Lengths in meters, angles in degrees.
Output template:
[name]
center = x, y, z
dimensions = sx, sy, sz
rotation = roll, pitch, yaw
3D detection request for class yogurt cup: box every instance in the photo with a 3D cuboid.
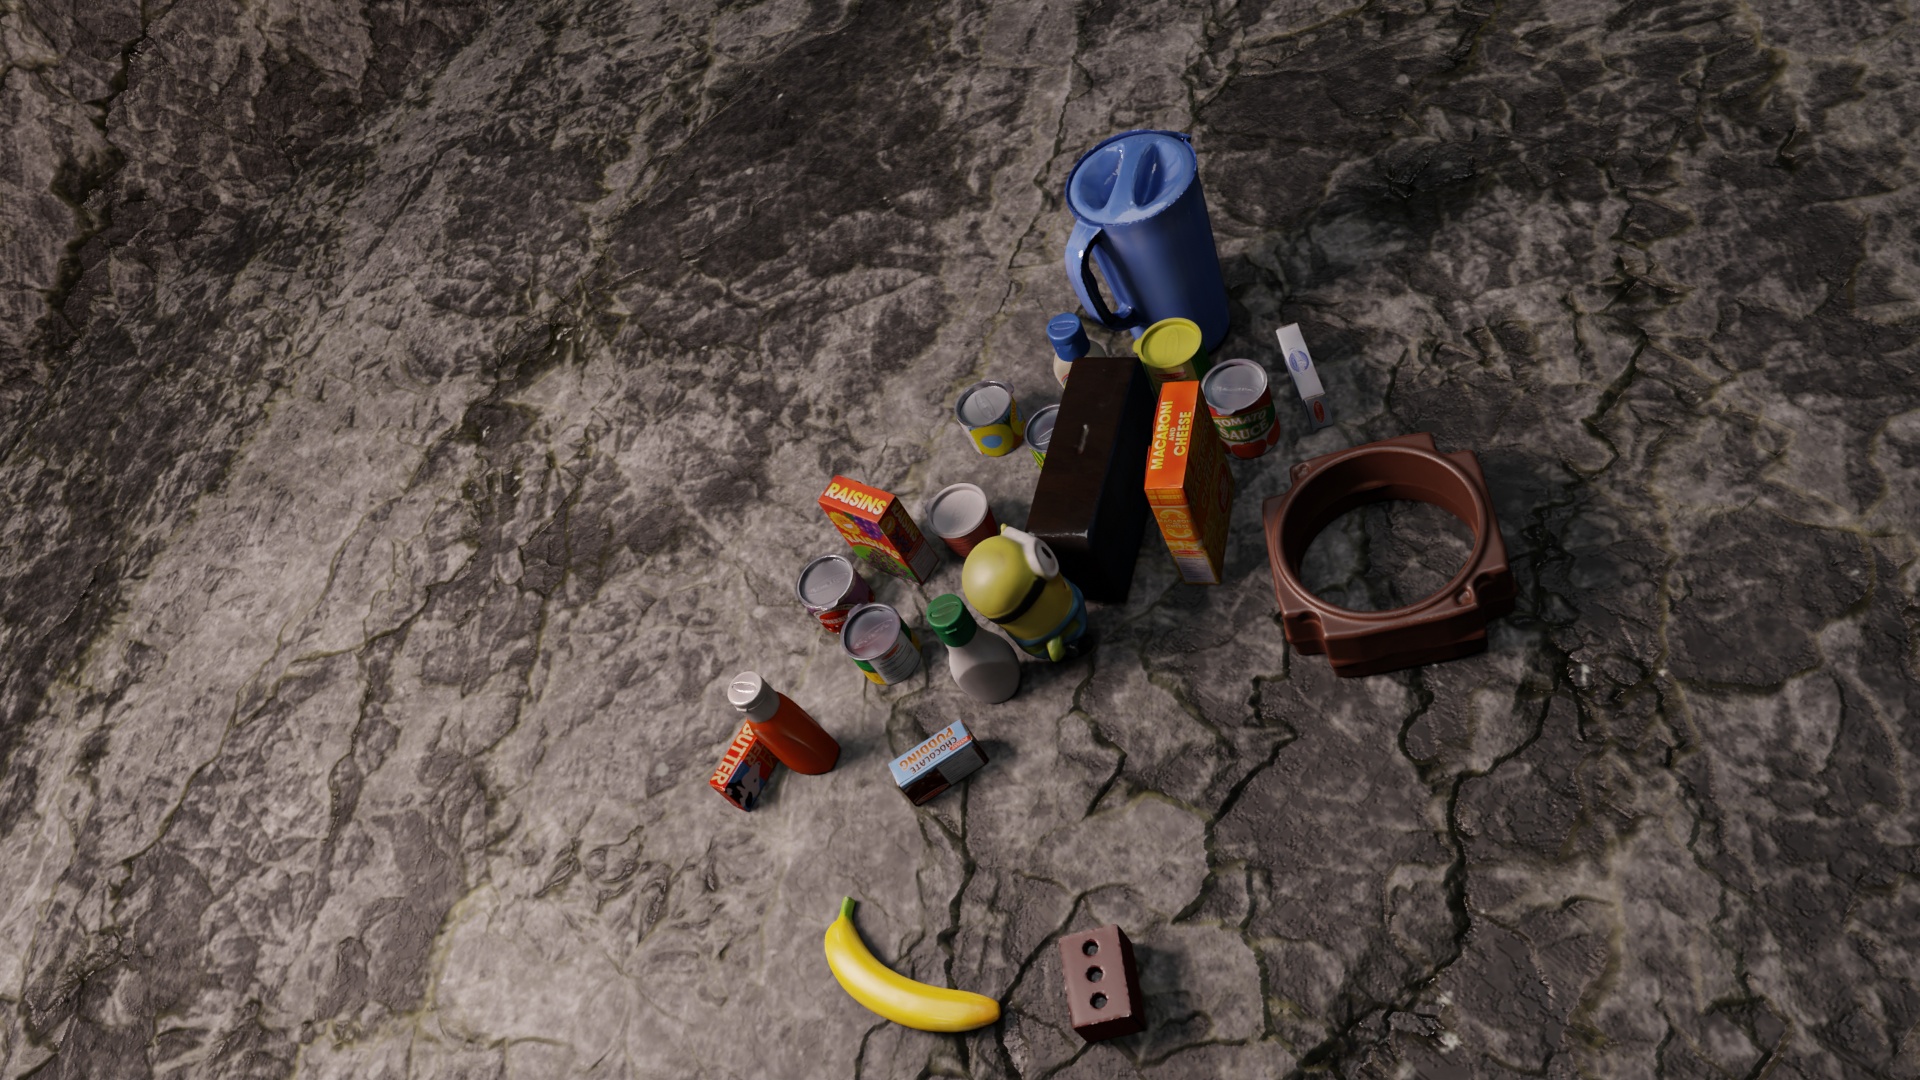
[yogurt cup]
center = 0.005, -0.018, 1.465
dimensions = 0.072, 0.053, 0.073
rotation = -12, 53, 16

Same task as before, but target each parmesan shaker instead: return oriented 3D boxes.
[parmesan shaker]
center = 0.227, -0.173, 1.443
dimensions = 0.071, 0.102, 0.071
rotation = -12, 53, 17

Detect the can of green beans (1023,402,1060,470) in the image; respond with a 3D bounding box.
[can of green beans]
center = 0.107, -0.103, 1.477
dimensions = 0.071, 0.057, 0.071
rotation = -12, 53, 17

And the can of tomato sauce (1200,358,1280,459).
[can of tomato sauce]
center = 0.283, -0.130, 1.400
dimensions = 0.071, 0.082, 0.071
rotation = -12, 53, 17

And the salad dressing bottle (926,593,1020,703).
[salad dressing bottle]
center = 0.012, 0.102, 1.314
dimensions = 0.064, 0.147, 0.044
rotation = -22, 51, 9

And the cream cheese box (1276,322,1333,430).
[cream cheese box]
center = 0.350, -0.167, 1.415
dimensions = 0.024, 0.053, 0.104
rotation = -19, 51, 12

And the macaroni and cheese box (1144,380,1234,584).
[macaroni and cheese box]
center = 0.219, -0.052, 1.319
dimensions = 0.040, 0.166, 0.124
rotation = -1, 57, 24

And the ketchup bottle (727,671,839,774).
[ketchup bottle]
center = -0.175, 0.177, 1.344
dimensions = 0.065, 0.148, 0.044
rotation = 3, 59, 26

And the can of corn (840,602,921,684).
[can of corn]
center = -0.081, 0.104, 1.413
dimensions = 0.071, 0.058, 0.071
rotation = -12, 53, 17

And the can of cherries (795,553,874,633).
[can of cherries]
center = -0.132, 0.059, 1.469
dimensions = 0.071, 0.058, 0.072
rotation = -12, 53, 17

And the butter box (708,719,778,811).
[butter box]
center = -0.207, 0.214, 1.394
dimensions = 0.024, 0.053, 0.104
rotation = 15, 64, 32

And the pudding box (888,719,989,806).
[pudding box]
center = -0.021, 0.211, 1.315
dimensions = 0.084, 0.049, 0.030
rotation = -33, 50, 0

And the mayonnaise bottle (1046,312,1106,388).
[mayonnaise bottle]
center = 0.129, -0.178, 1.461
dimensions = 0.065, 0.147, 0.041
rotation = -3, 56, 23

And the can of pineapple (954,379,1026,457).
[can of pineapple]
center = 0.036, -0.135, 1.532
dimensions = 0.071, 0.057, 0.071
rotation = -12, 53, 17

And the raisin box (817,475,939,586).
[raisin box]
center = -0.085, -0.011, 1.454
dimensions = 0.086, 0.123, 0.040
rotation = 21, 67, 34
